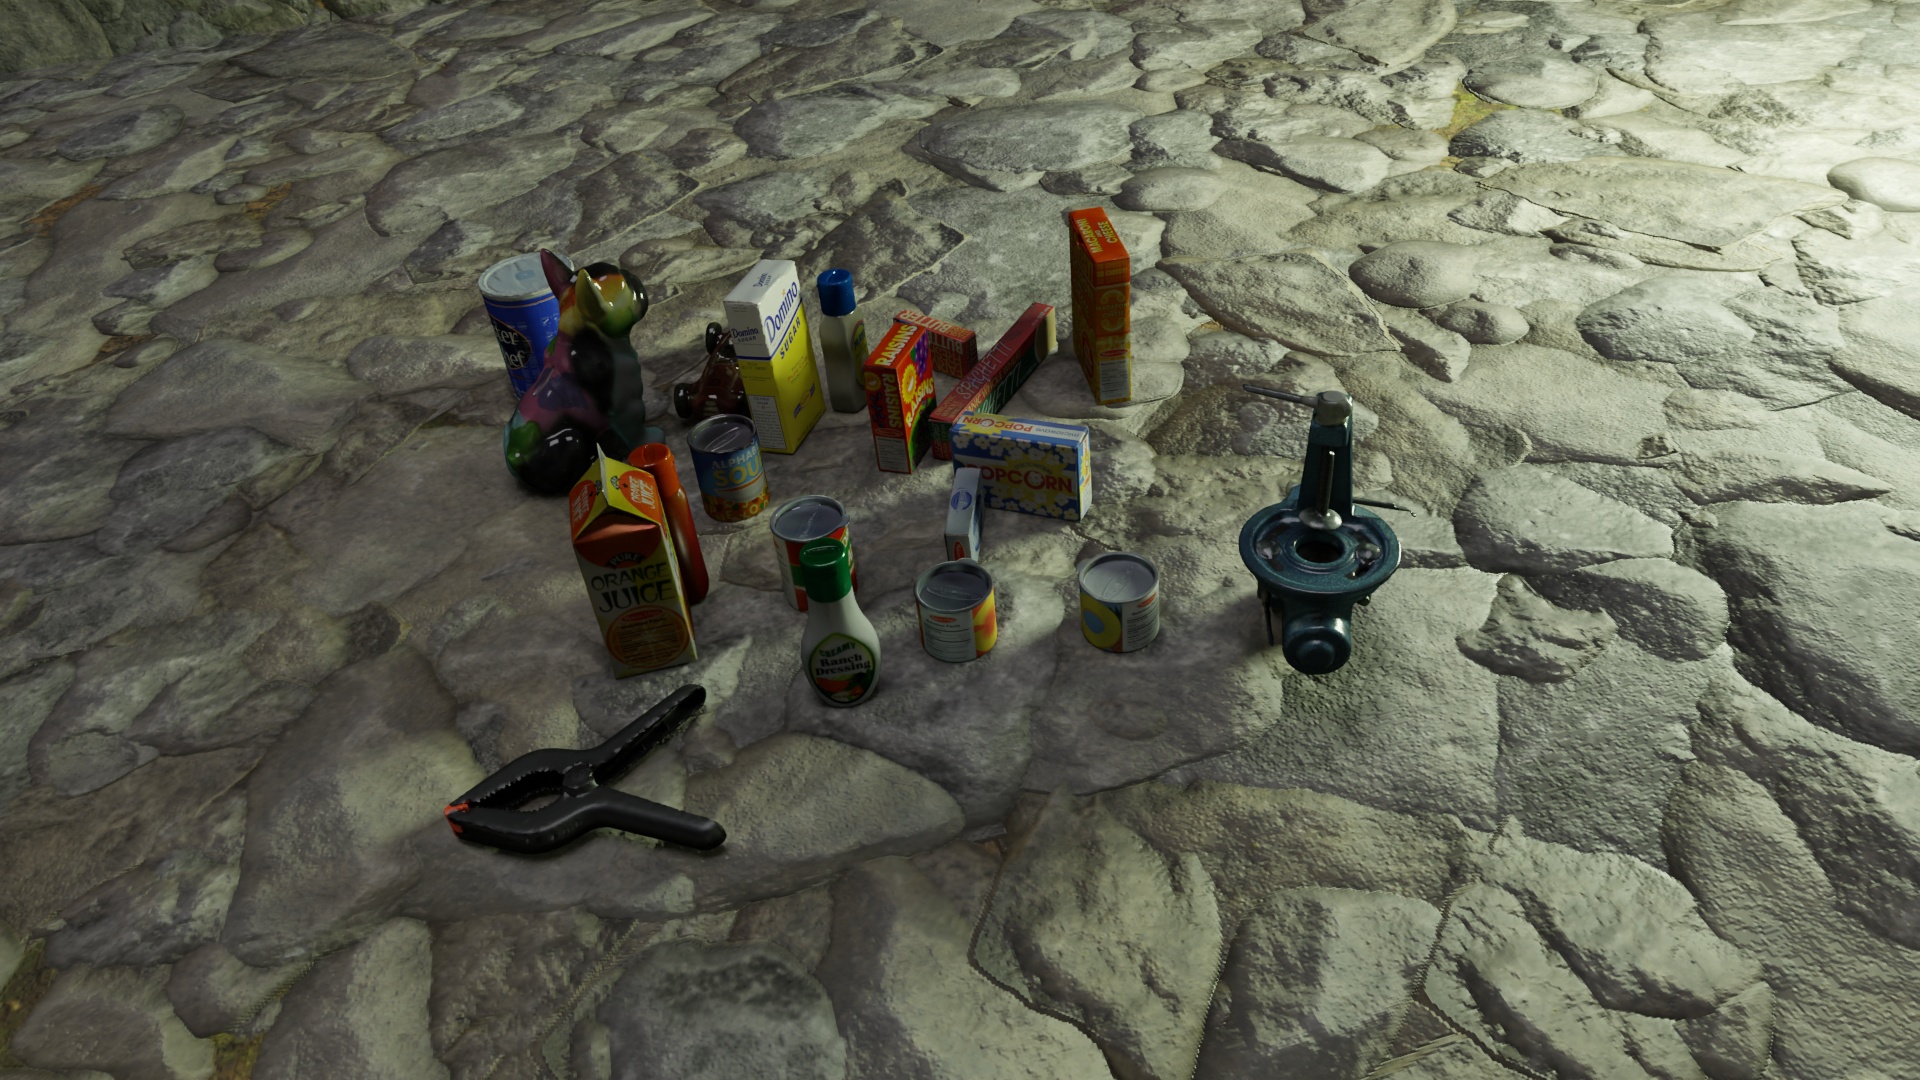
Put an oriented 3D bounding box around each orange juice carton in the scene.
[{"bbox_3d":[-0.275,0.016,1.151,0.073,0.191,0.072,-13,38,-8],"label":"orange juice carton"}]

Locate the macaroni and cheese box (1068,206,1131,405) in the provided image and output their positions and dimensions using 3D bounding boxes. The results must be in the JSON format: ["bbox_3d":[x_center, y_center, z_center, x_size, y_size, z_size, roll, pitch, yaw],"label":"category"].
[{"bbox_3d":[0.145,-0.244,1.448,0.040,0.165,0.124,-9,38,-4],"label":"macaroni and cheese box"}]

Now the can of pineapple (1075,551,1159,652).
[{"bbox_3d":[0.131,0.050,1.159,0.071,0.057,0.071,-4,38,3],"label":"can of pineapple"}]

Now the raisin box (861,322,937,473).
[{"bbox_3d":[-0.058,-0.141,1.379,0.040,0.122,0.086,9,40,19],"label":"raisin box"}]

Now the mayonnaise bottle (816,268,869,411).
[{"bbox_3d":[-0.122,-0.211,1.458,0.041,0.147,0.065,7,40,17],"label":"mayonnaise bottle"}]

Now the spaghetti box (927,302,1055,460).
[{"bbox_3d":[0.037,-0.170,1.463,0.029,0.050,0.251,14,42,24],"label":"spaghetti box"}]

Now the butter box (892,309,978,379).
[{"bbox_3d":[-0.027,-0.215,1.526,0.103,0.052,0.024,23,46,32],"label":"butter box"}]

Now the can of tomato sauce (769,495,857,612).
[{"bbox_3d":[-0.126,0.013,1.224,0.071,0.082,0.071,-4,38,3],"label":"can of tomato sauce"}]

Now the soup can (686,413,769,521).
[{"bbox_3d":[-0.221,-0.069,1.341,0.071,0.083,0.072,-4,38,3],"label":"soup can"}]

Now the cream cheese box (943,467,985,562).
[{"bbox_3d":[0.005,-0.016,1.266,0.024,0.053,0.104,0,38,8],"label":"cream cheese box"}]

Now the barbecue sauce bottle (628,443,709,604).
[{"bbox_3d":[-0.258,-0.016,1.226,0.044,0.147,0.065,-14,38,-9],"label":"barbecue sauce bottle"}]

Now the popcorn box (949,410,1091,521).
[{"bbox_3d":[0.058,-0.070,1.302,0.127,0.084,0.038,10,40,20],"label":"popcorn box"}]

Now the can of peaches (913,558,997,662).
[{"bbox_3d":[-0.002,0.059,1.167,0.071,0.057,0.071,-4,38,3],"label":"can of peaches"}]

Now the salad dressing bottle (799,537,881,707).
[{"bbox_3d":[-0.099,0.065,1.099,0.064,0.146,0.044,-8,38,-2],"label":"salad dressing bottle"}]
